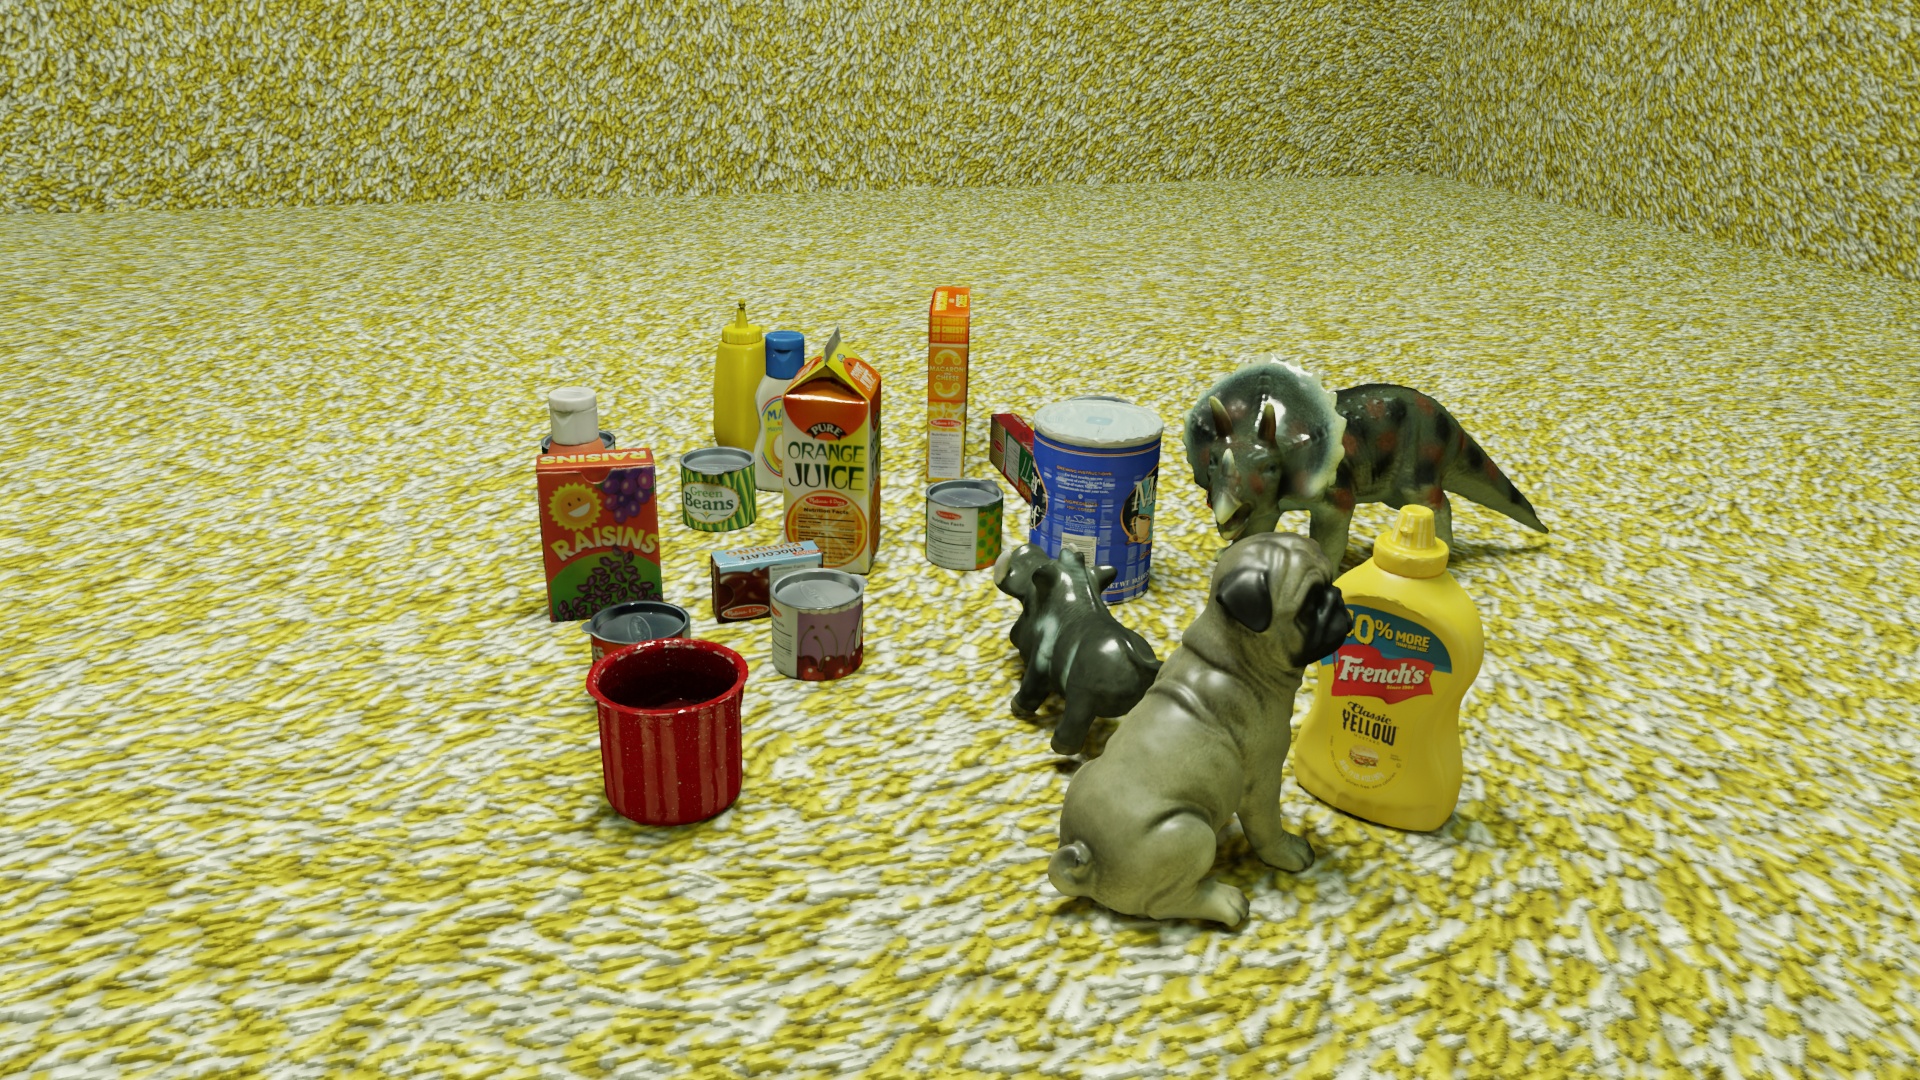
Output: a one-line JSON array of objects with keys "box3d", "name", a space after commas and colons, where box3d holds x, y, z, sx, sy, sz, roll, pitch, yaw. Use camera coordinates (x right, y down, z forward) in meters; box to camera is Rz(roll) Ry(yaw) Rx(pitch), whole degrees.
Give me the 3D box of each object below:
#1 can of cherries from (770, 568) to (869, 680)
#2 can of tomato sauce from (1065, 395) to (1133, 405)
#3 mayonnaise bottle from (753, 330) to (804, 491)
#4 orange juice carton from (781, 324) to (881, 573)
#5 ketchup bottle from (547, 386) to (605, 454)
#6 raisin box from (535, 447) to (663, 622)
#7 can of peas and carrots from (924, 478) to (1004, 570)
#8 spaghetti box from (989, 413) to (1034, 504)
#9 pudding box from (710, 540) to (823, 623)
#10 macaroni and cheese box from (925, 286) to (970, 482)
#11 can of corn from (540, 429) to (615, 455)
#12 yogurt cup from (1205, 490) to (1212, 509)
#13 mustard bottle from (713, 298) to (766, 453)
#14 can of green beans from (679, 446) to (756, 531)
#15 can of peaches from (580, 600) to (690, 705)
[{"box3d": [-0.099, 0.059, 0.988, 0.071, 0.058, 0.072, 2, 22, -1], "name": "can of cherries"}, {"box3d": [0.129, -0.090, 1.331, 0.071, 0.082, 0.071, 2, 22, -1], "name": "can of tomato sauce"}, {"box3d": [-0.163, -0.120, 1.297, 0.065, 0.147, 0.041, 2, 22, -1], "name": "mayonnaise bottle"}, {"box3d": [-0.105, -0.075, 1.135, 0.073, 0.191, 0.072, 3, 22, 4], "name": "orange juice carton"}, {"box3d": [-0.305, -0.047, 1.111, 0.065, 0.148, 0.044, 7, 23, 12], "name": "ketchup bottle"}, {"box3d": [-0.271, -0.005, 1.044, 0.086, 0.122, 0.040, -4, 23, -14], "name": "raisin box"}, {"box3d": [0.004, -0.015, 1.172, 0.071, 0.058, 0.071, 2, 22, -1], "name": "can of peas and carrots"}, {"box3d": [0.075, -0.059, 1.294, 0.029, 0.050, 0.251, -5, 23, -15], "name": "spaghetti box"}, {"box3d": [-0.148, 0.031, 1.064, 0.084, 0.049, 0.030, -7, 24, -21], "name": "pudding box"}, {"box3d": [-0.012, -0.155, 1.369, 0.040, 0.165, 0.124, 2, 22, 0], "name": "macaroni and cheese box"}, {"box3d": [-0.348, -0.066, 1.268, 0.071, 0.058, 0.071, 2, 22, -1], "name": "can of corn"}, {"box3d": [0.260, -0.057, 1.300, 0.072, 0.053, 0.073, 2, 22, -1], "name": "yogurt cup"}, {"box3d": [-0.215, -0.163, 1.381, 0.049, 0.159, 0.065, 14, 25, 28], "name": "mustard bottle"}, {"box3d": [-0.215, -0.046, 1.232, 0.071, 0.057, 0.071, 2, 22, -1], "name": "can of green beans"}, {"box3d": [-0.216, 0.080, 0.930, 0.071, 0.057, 0.071, 2, 22, -1], "name": "can of peaches"}]
